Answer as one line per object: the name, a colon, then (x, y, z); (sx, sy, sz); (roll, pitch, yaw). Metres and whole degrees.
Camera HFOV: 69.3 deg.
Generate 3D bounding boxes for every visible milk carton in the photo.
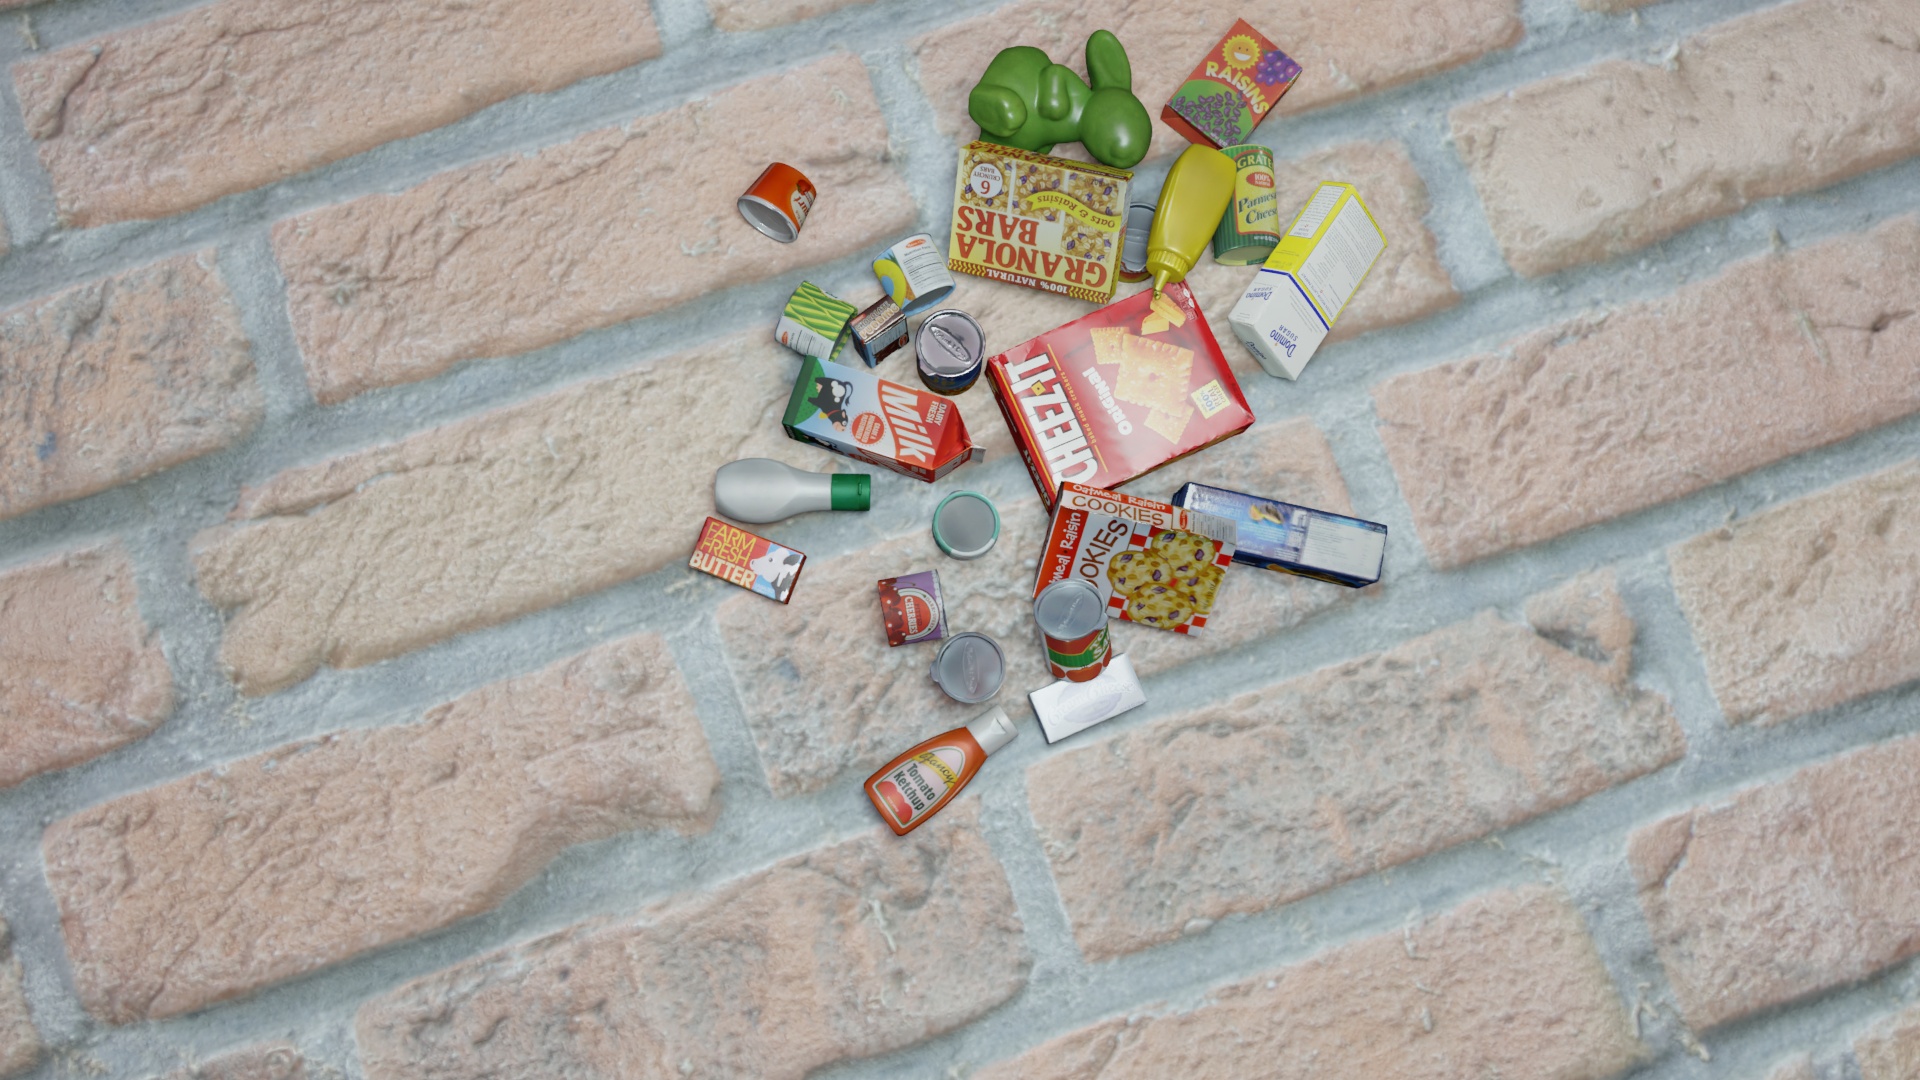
milk carton: (-0.068, -0.110, 1.337); (0.191, 0.072, 0.073); (18, 82, 0)

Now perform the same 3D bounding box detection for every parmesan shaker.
parmesan shaker: (0.285, -0.333, 1.385); (0.071, 0.071, 0.103); (-3, 83, -2)

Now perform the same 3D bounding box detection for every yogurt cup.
yogurt cup: (-0.178, -0.335, 1.371); (0.072, 0.072, 0.054); (29, 74, 2)

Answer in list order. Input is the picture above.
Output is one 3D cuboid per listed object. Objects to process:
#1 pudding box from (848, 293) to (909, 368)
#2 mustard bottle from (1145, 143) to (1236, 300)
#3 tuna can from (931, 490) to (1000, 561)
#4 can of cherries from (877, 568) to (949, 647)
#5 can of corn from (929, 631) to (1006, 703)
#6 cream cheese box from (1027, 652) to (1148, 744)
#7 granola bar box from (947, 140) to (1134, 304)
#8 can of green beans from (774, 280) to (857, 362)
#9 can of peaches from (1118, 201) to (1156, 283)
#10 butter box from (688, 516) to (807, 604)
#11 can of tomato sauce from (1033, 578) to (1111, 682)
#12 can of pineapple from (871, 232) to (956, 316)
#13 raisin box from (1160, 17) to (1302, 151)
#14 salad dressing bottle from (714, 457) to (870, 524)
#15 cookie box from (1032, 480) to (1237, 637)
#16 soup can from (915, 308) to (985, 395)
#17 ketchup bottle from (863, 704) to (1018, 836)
pudding box: (-0.078, -0.201, 1.345); (0.050, 0.083, 0.030); (-37, 82, -5)
mustard bottle: (0.211, -0.298, 1.326); (0.065, 0.048, 0.160); (25, 78, -4)
tuna can: (0.005, -0.017, 1.346); (0.071, 0.033, 0.071); (0, 83, -2)
can of cherries: (-0.045, 0.065, 1.314); (0.058, 0.071, 0.071); (-10, 83, -3)
can of corn: (0.006, 0.121, 1.314); (0.071, 0.058, 0.071); (0, 82, -2)
cream cheese box: (0.121, 0.151, 1.331); (0.104, 0.024, 0.053); (-23, 82, -5)
granola bar box: (0.076, -0.306, 1.336); (0.166, 0.039, 0.123); (16, 122, 15)
can of green beans: (-0.140, -0.211, 1.352); (0.058, 0.071, 0.071); (28, 82, 1)
can of peaches: (0.172, -0.293, 1.379); (0.071, 0.058, 0.071); (0, 82, -2)
butter box: (-0.205, 0.019, 1.338); (0.103, 0.024, 0.053); (22, 83, 1)
can of tomato sauce: (0.108, 0.086, 1.299); (0.071, 0.082, 0.071); (-5, 54, 8)
can of pineapple: (-0.046, -0.259, 1.364); (0.071, 0.071, 0.058); (-26, 85, -5)
raisin box: (0.276, -0.456, 1.415); (0.086, 0.040, 0.123); (40, 82, 5)
salad dressing bottle: (-0.161, -0.047, 1.340); (0.148, 0.044, 0.064); (1, 80, -3)
cookie box: (0.161, 0.018, 1.306); (0.167, 0.122, 0.040); (13, 41, 0)
soup can: (-0.012, -0.179, 1.343); (0.071, 0.083, 0.071); (0, 82, -1)
ketchup bottle: (-0.015, 0.211, 1.308); (0.149, 0.043, 0.065); (-35, 84, -7)
